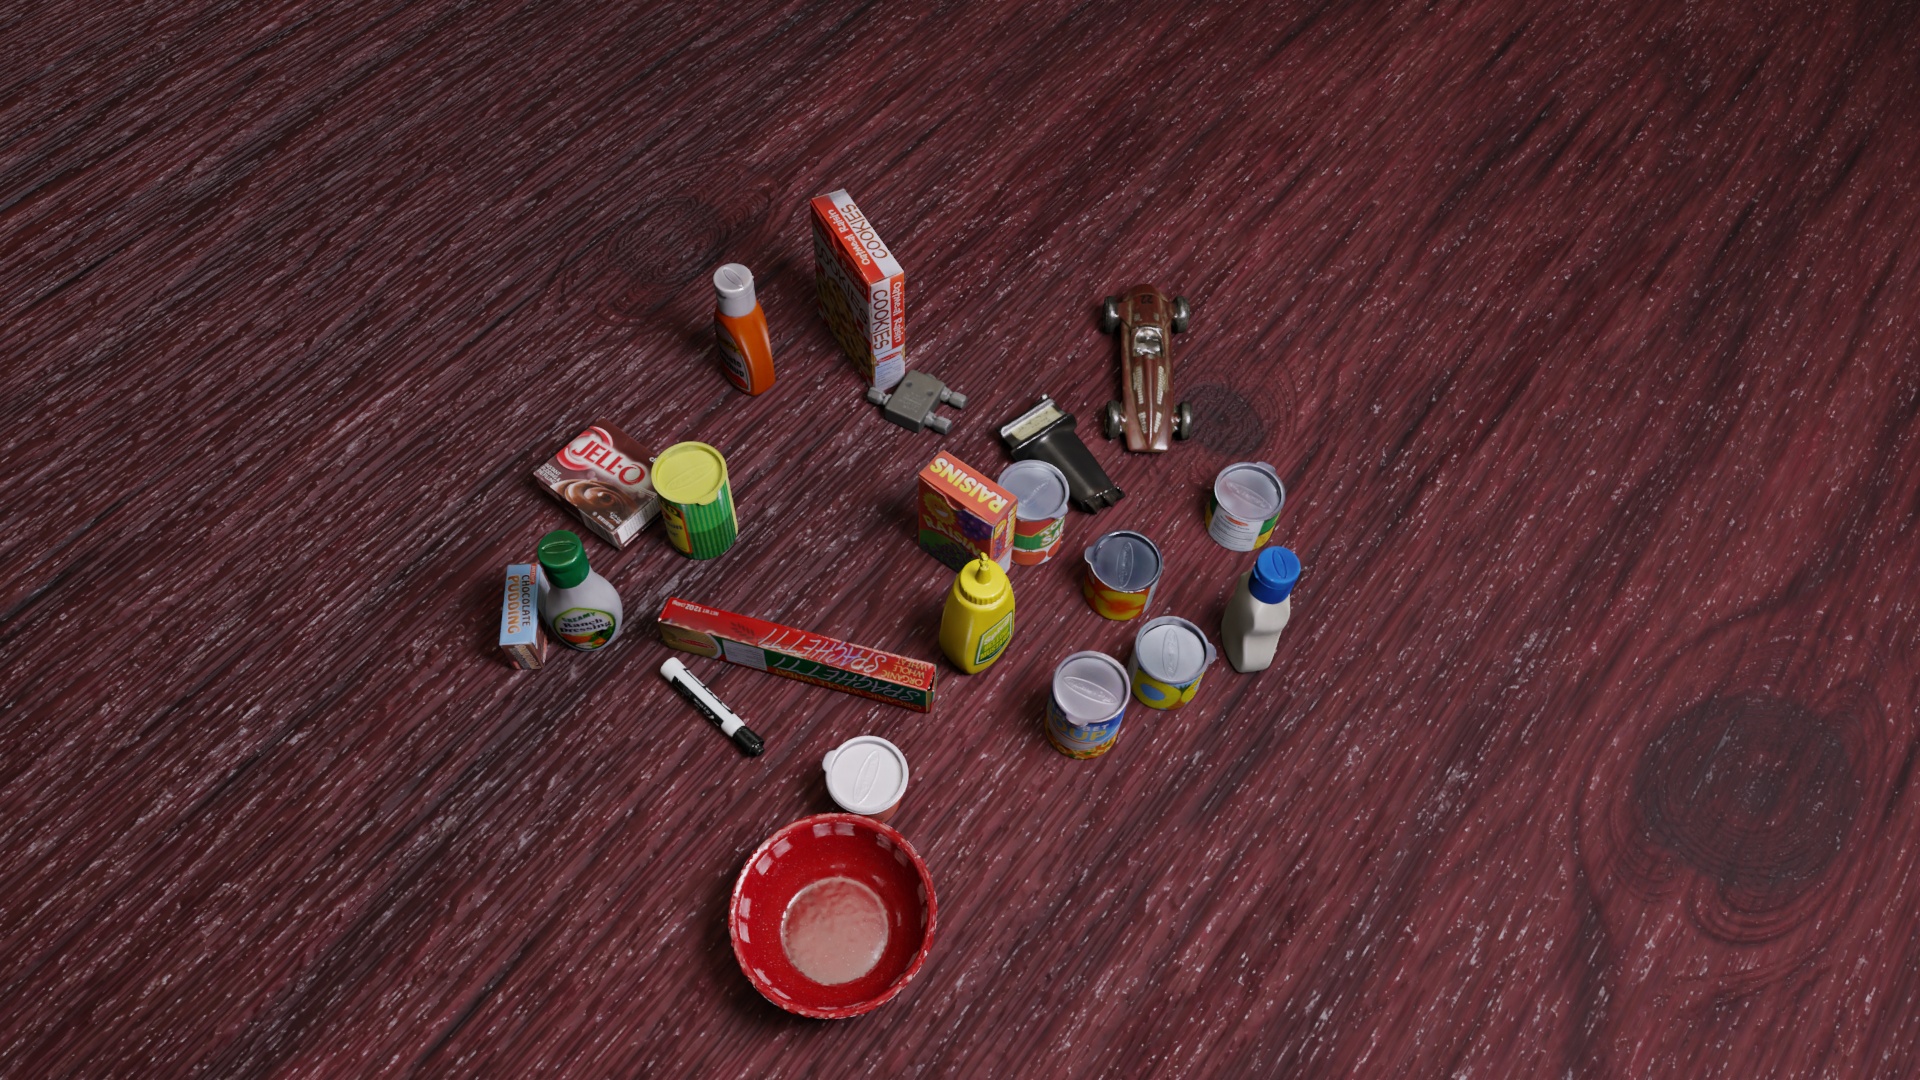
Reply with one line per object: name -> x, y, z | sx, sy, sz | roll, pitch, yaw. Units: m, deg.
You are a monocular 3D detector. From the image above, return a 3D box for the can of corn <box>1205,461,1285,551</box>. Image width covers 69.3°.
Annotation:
can of corn -> 0.271, -0.033, 1.320 | 0.071, 0.058, 0.071 | 1, 58, -2

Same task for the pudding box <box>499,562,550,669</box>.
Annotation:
pudding box -> -0.387, 0.067, 1.237 | 0.030, 0.049, 0.084 | -3, 59, -4

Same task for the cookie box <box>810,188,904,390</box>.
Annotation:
cookie box -> -0.101, -0.244, 1.372 | 0.040, 0.166, 0.123 | -26, 63, -17

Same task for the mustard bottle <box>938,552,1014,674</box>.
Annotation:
mustard bottle -> 0.016, 0.058, 1.194 | 0.065, 0.159, 0.049 | -39, 68, -23

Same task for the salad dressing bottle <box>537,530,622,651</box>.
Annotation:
salad dressing bottle -> -0.331, 0.044, 1.196 | 0.064, 0.147, 0.044 | -7, 59, -7

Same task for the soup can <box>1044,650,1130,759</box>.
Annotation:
soup can -> 0.106, 0.144, 1.189 | 0.071, 0.083, 0.071 | 1, 58, -2

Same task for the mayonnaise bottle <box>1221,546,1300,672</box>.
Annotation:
mayonnaise bottle -> 0.262, 0.058, 1.211 | 0.041, 0.147, 0.065 | -7, 59, -6

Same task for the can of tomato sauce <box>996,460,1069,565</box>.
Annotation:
can of tomato sauce -> 0.066, -0.024, 1.292 | 0.071, 0.082, 0.071 | 1, 58, -2

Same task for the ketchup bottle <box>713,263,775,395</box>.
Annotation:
ketchup bottle -> -0.214, -0.208, 1.356 | 0.044, 0.148, 0.065 | -38, 67, -22

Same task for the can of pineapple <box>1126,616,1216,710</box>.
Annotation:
can of pineapple -> 0.185, 0.110, 1.228 | 0.071, 0.057, 0.071 | 1, 58, -2

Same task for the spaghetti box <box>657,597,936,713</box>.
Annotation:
spaghetti box -> -0.141, 0.102, 1.225 | 0.250, 0.050, 0.029 | 14, 59, 6

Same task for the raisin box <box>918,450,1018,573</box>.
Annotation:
raisin box -> 0.005, -0.016, 1.261 | 0.086, 0.122, 0.040 | 34, 63, 17

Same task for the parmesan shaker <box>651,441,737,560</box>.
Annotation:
parmesan shaker -> -0.241, -0.032, 1.273 | 0.071, 0.102, 0.071 | 1, 58, -2

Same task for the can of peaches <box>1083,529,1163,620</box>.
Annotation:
can of peaches -> 0.146, 0.032, 1.275 | 0.071, 0.057, 0.071 | 1, 58, -2

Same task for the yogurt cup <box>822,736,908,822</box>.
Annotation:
yogurt cup -> -0.078, 0.205, 1.161 | 0.072, 0.053, 0.073 | 1, 58, -2
